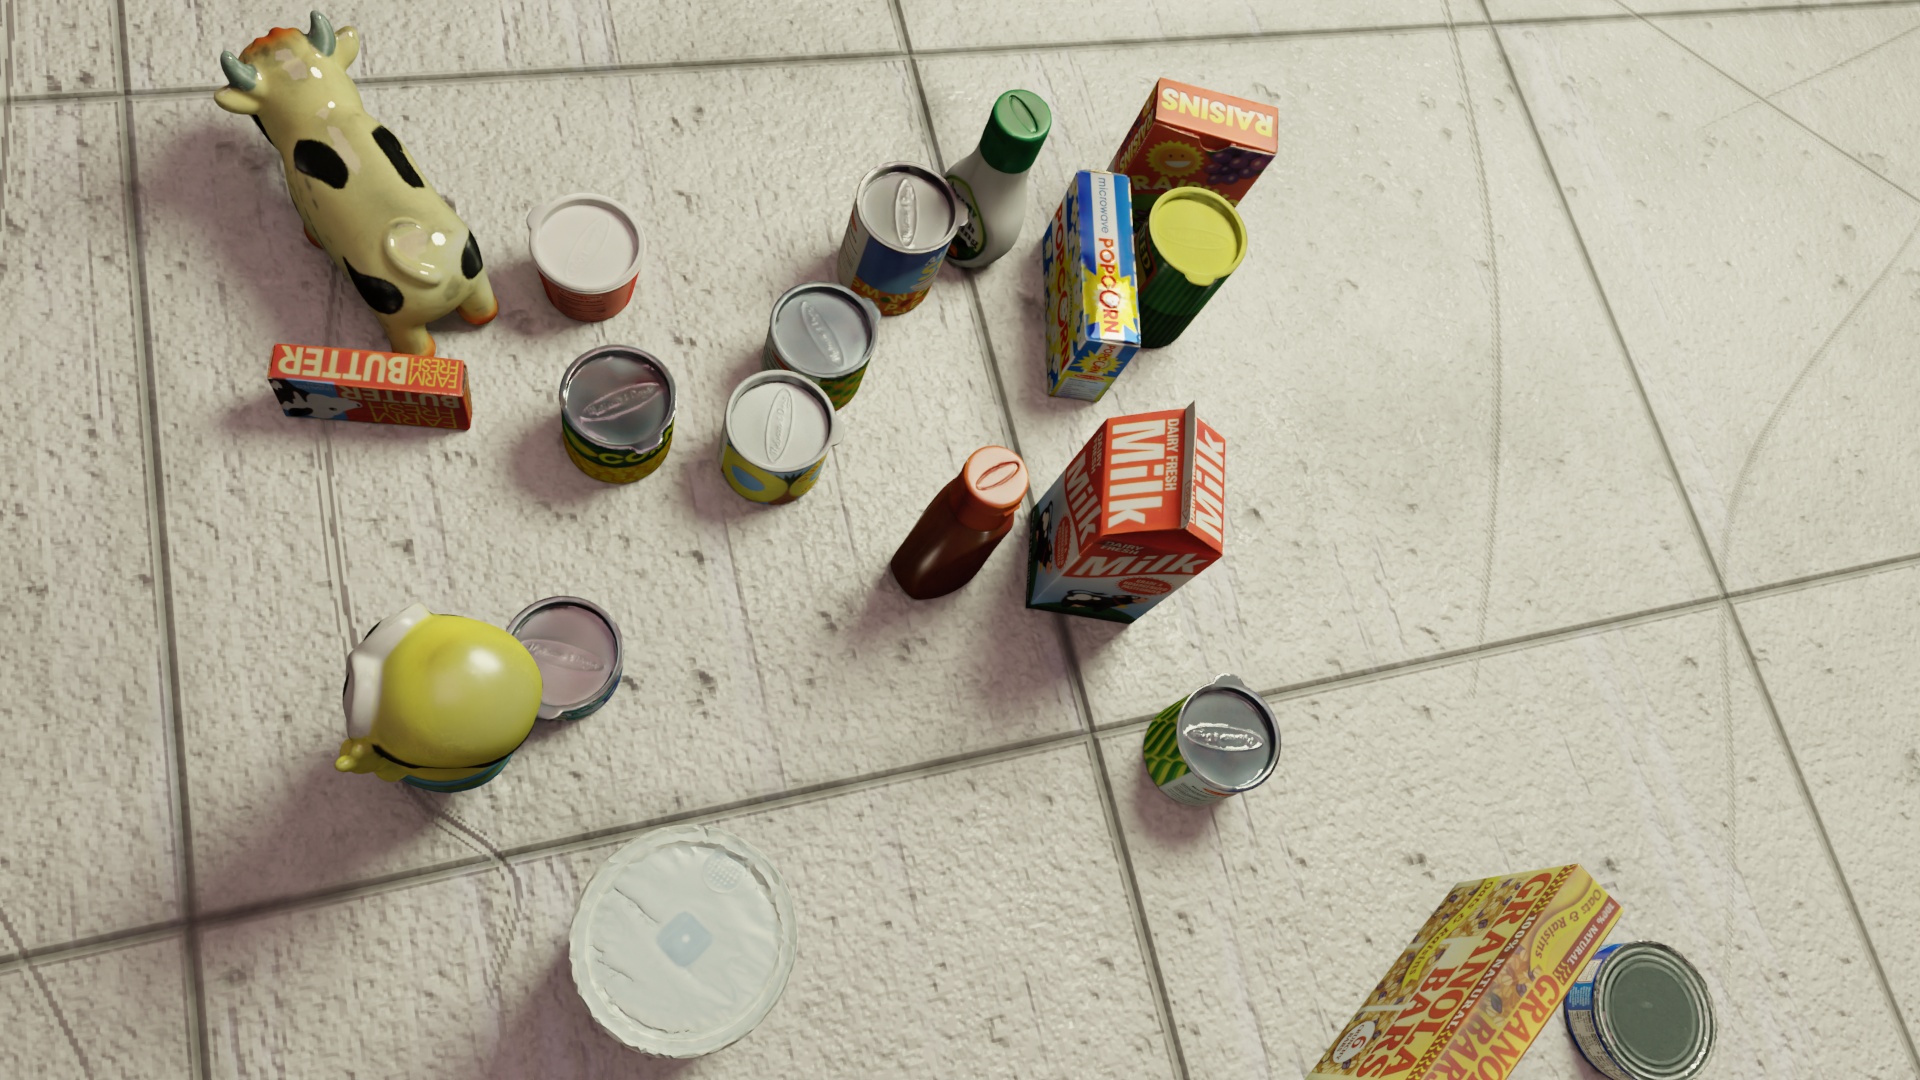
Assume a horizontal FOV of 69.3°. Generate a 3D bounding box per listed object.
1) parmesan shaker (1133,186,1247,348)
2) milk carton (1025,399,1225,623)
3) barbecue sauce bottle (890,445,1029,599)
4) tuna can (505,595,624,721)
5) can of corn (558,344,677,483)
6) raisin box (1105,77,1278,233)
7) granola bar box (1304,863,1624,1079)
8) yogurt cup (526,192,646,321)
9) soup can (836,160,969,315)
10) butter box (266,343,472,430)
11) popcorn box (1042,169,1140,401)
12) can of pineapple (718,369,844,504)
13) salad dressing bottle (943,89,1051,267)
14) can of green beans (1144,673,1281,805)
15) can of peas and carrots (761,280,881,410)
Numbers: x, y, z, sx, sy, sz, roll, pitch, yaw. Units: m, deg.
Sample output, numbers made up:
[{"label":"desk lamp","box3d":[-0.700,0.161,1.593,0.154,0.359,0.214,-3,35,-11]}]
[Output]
[{"label":"parmesan shaker","box3d":[0.138,-0.176,0.921,0.071,0.102,0.071,5,70,-13]},{"label":"milk carton","box3d":[0.099,-0.013,0.804,0.073,0.189,0.072,9,69,-11]},{"label":"barbecue sauce bottle","box3d":[0.003,-0.010,0.802,0.065,0.148,0.044,-29,80,-21]},{"label":"tuna can","box3d":[-0.223,0.069,0.779,0.071,0.032,0.071,5,70,-13]},{"label":"can of corn","box3d":[-0.201,-0.072,0.821,0.071,0.058,0.071,5,70,-13]},{"label":"raisin box","box3d":[0.150,-0.252,0.941,0.086,0.123,0.040,12,69,-10]},{"label":"granola bar box","box3d":[0.284,0.260,0.789,0.166,0.123,0.039,-41,85,-23]},{"label":"yogurt cup","box3d":[-0.228,-0.170,0.853,0.072,0.053,0.072,5,70,-13]},{"label":"soup can","box3d":[-0.039,-0.192,0.892,0.071,0.083,0.071,5,70,-13]},{"label":"butter box","box3d":[-0.335,-0.087,0.796,0.103,0.053,0.024,4,70,-13]},{"label":"popcorn box","box3d":[0.084,-0.167,0.914,0.038,0.085,0.127,4,70,-13]},{"label":"can of pineapple","box3d":[-0.110,-0.060,0.841,0.071,0.057,0.071,5,70,-13]},{"label":"salad dressing bottle","box3d":[0.020,-0.229,0.886,0.044,0.147,0.064,-28,80,-21]},{"label":"can of green beans","box3d":[0.151,0.124,0.840,0.071,0.057,0.071,5,70,-13]},{"label":"can of peas and carrots","box3d":[-0.087,-0.120,0.868,0.071,0.058,0.071,5,70,-13]}]
